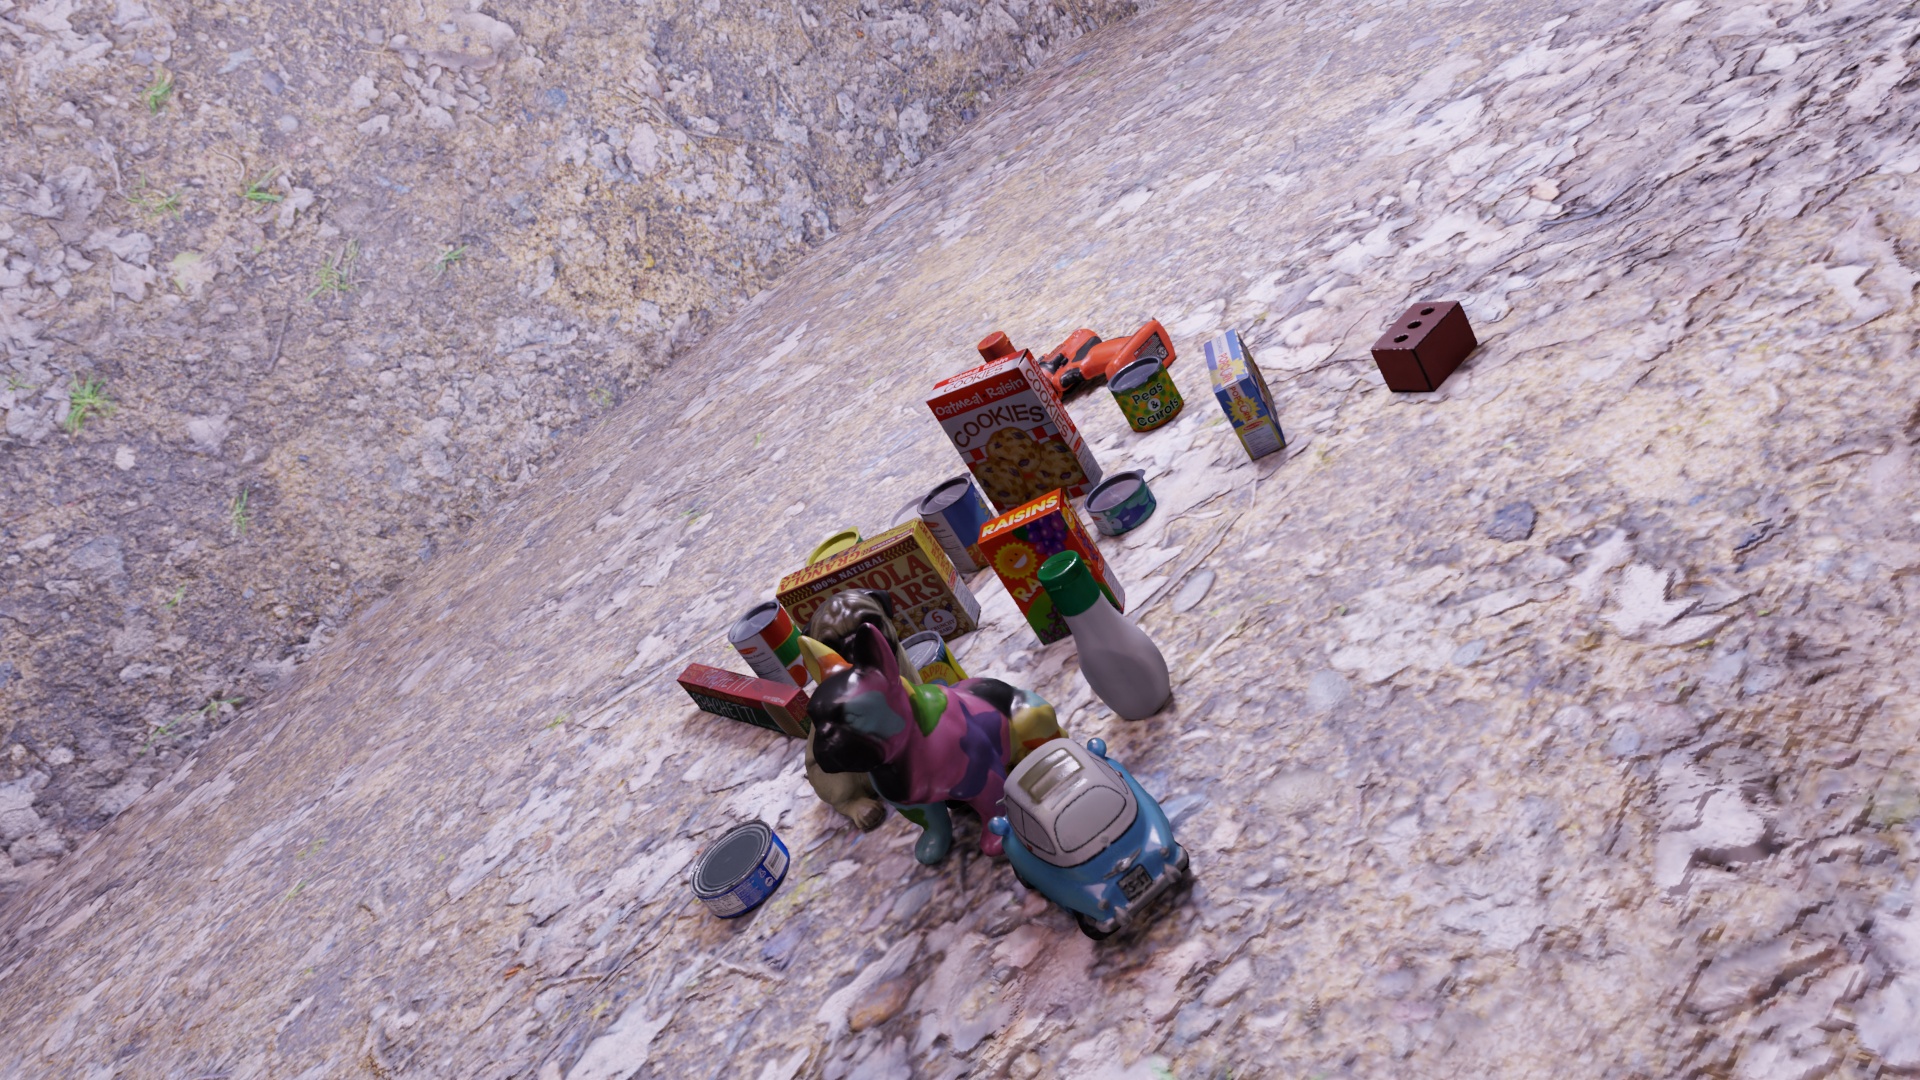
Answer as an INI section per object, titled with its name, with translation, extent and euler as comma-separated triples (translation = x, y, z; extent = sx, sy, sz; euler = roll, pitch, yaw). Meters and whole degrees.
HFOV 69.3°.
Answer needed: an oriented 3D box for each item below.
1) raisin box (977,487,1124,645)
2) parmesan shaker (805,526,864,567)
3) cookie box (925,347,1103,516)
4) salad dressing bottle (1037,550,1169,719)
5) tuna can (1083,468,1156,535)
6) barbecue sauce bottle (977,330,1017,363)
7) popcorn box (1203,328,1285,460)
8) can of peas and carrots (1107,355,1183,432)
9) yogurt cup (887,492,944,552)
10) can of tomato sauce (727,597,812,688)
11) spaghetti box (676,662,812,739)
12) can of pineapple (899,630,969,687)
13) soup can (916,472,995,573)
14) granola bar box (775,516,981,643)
[raisin box]
translation = 0.083, 0.024, 1.249
extent = 0.086, 0.123, 0.040
euler = -24, 25, 21
[parmesan shaker]
translation = -0.106, 0.046, 1.471
extent = 0.071, 0.103, 0.071
euler = -28, 24, 14
[cookie box]
translation = 0.058, -0.111, 1.483
extent = 0.122, 0.167, 0.040
euler = -17, 28, 33
[salad dressing bottle]
translation = 0.111, 0.074, 1.088
extent = 0.064, 0.147, 0.044
euler = -16, 29, 35
[tuna can]
translation = 0.161, -0.038, 1.382
extent = 0.071, 0.032, 0.071
euler = -28, 24, 14
[barbecue sauce bottle]
translation = 0.072, -0.172, 1.605
extent = 0.043, 0.148, 0.065
euler = -24, 25, 23
[popcorn box]
translation = 0.279, -0.146, 1.372
extent = 0.038, 0.085, 0.127
euler = -26, 25, 18
[can of peas and carrots]
translation = 0.204, -0.160, 1.526
extent = 0.071, 0.058, 0.071
euler = -28, 24, 14
[yogurt cup]
translation = -0.040, -0.014, 1.562
extent = 0.072, 0.053, 0.073
euler = -28, 24, 14
[can of tomato sauce]
translation = -0.196, 0.114, 1.479
extent = 0.071, 0.083, 0.071
euler = -28, 24, 14
[spaghetti box]
translation = -0.223, 0.166, 1.456
extent = 0.029, 0.050, 0.250
euler = -46, 27, -26
[can of pineapple]
translation = -0.032, 0.127, 1.280
extent = 0.071, 0.057, 0.071
euler = -28, 24, 14
[soup can]
translation = 0.005, -0.019, 1.477
extent = 0.071, 0.083, 0.072
euler = -28, 24, 14
[granola bar box]
translation = -0.082, 0.062, 1.383
extent = 0.165, 0.124, 0.039
euler = -24, 25, 21
